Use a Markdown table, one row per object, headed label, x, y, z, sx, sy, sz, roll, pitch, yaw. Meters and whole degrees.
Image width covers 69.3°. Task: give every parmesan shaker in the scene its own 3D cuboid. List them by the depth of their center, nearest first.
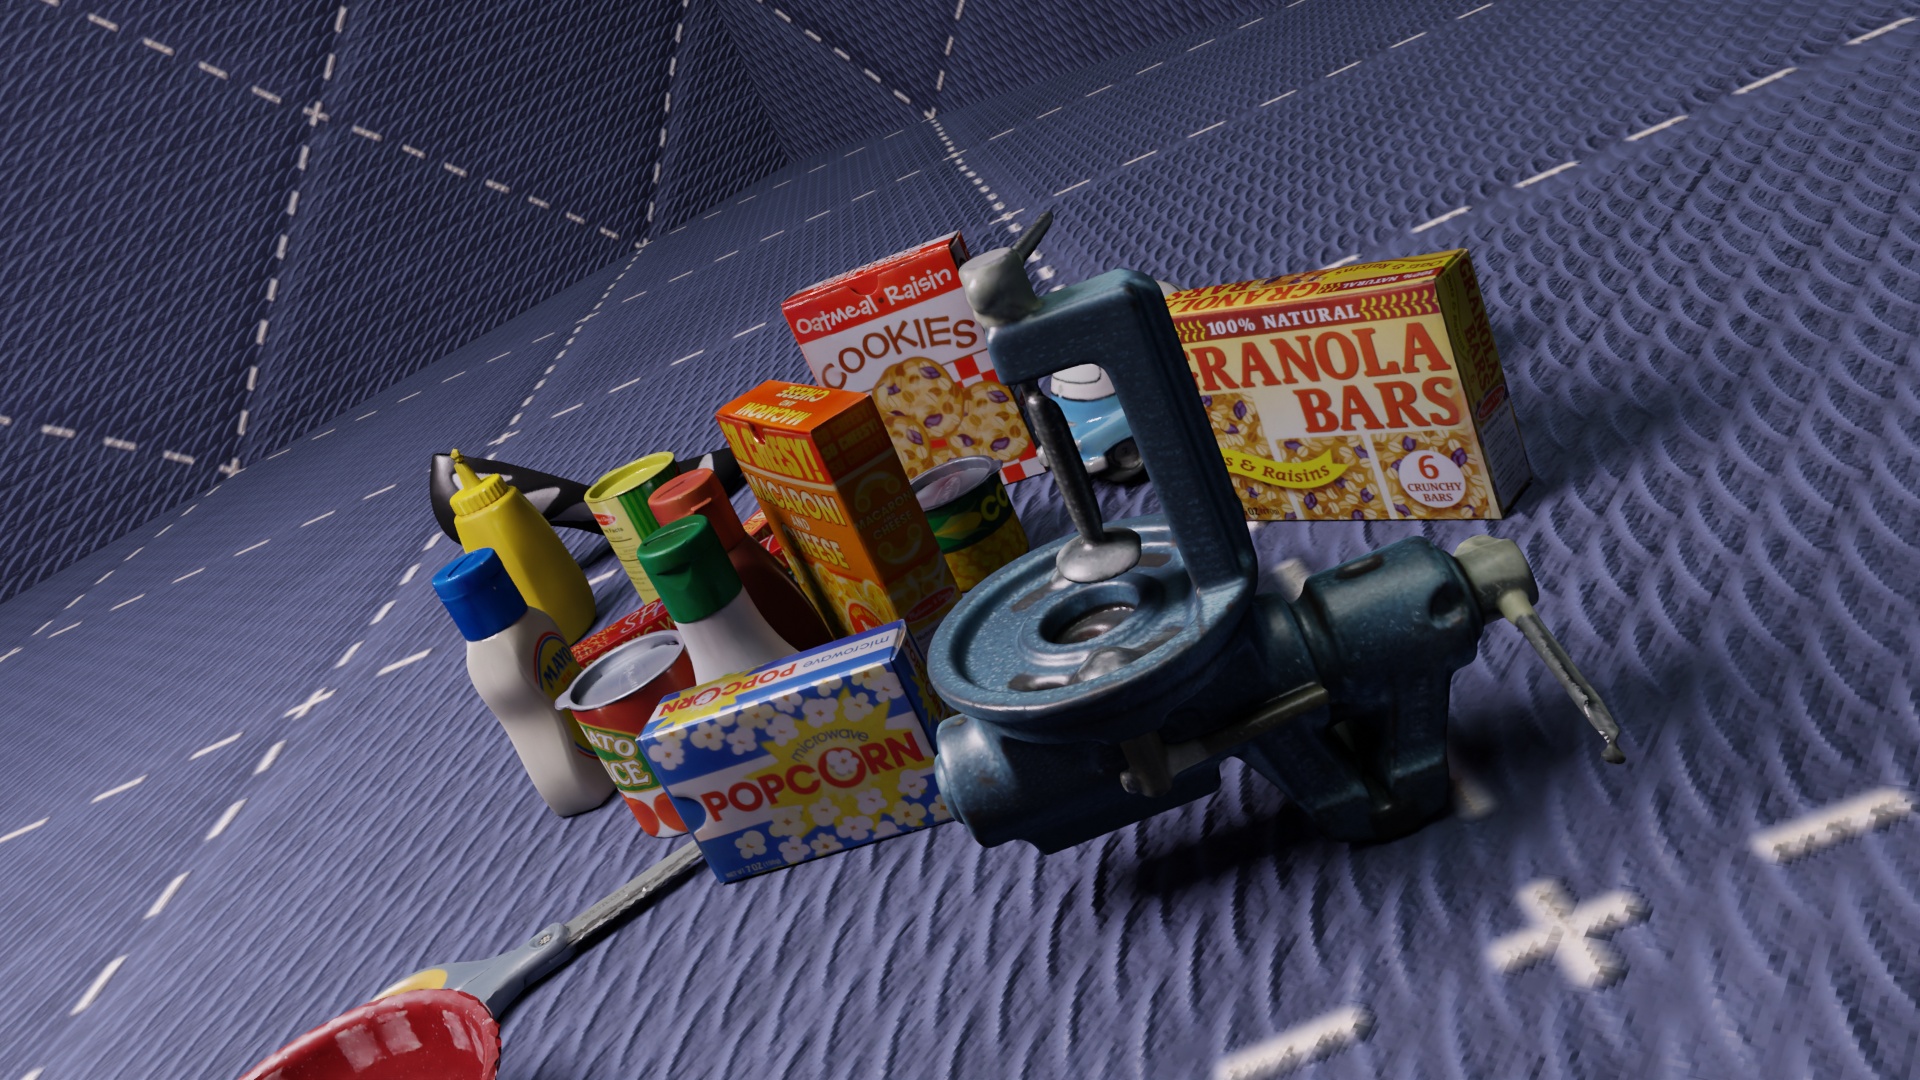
| label | x | y | z | sx | sy | sz | roll | pitch | yaw |
| --- | --- | --- | --- | --- | --- | --- | --- | --- | --- |
| parmesan shaker | -0.205 | -0.001 | 0.956 | 0.071 | 0.102 | 0.071 | -21 | 22 | 9 |

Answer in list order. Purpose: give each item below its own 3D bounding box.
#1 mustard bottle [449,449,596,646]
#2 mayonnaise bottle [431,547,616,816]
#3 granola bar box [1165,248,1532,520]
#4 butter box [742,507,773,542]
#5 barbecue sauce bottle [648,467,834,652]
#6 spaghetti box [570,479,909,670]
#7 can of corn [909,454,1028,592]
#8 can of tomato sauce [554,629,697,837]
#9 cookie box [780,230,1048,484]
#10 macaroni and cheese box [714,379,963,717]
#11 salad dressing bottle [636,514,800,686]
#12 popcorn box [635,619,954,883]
| label | x | y | z | sx | sy | sz | roll | pitch | yaw |
| --- | --- | --- | --- | --- | --- | --- | --- | --- | --- |
| mustard bottle | -0.319 | 0.004 | 0.986 | 0.048 | 0.159 | 0.066 | -13 | 24 | 26 |
| mayonnaise bottle | -0.232 | 0.075 | 0.752 | 0.041 | 0.147 | 0.065 | -18 | 23 | 16 |
| granola bar box | 0.181 | -0.070 | 0.688 | 0.165 | 0.123 | 0.039 | 0 | 32 | 46 |
| butter box | -0.114 | -0.004 | 0.935 | 0.024 | 0.053 | 0.104 | -7 | 28 | 38 |
| barbecue sauce bottle | -0.111 | 0.035 | 0.718 | 0.065 | 0.148 | 0.043 | -34 | 23 | -23 |
| spaghetti box | -0.133 | 0.036 | 0.870 | 0.251 | 0.050 | 0.029 | -31 | 22 | -15 |
| can of corn | 0.003 | -0.010 | 0.824 | 0.071 | 0.058 | 0.071 | -21 | 22 | 9 |
| can of tomato sauce | -0.152 | 0.099 | 0.703 | 0.071 | 0.083 | 0.071 | -21 | 22 | 9 |
| cookie box | -0.027 | -0.106 | 0.925 | 0.123 | 0.167 | 0.040 | -17 | 23 | 19 |
| macaroni and cheese box | -0.054 | 0.003 | 0.706 | 0.040 | 0.166 | 0.124 | -34 | 23 | -22 |
| salad dressing bottle | -0.103 | 0.059 | 0.657 | 0.064 | 0.147 | 0.044 | -20 | 22 | 11 |
| popcorn box | -0.066 | 0.095 | 0.620 | 0.126 | 0.085 | 0.038 | -19 | 22 | 14 |
